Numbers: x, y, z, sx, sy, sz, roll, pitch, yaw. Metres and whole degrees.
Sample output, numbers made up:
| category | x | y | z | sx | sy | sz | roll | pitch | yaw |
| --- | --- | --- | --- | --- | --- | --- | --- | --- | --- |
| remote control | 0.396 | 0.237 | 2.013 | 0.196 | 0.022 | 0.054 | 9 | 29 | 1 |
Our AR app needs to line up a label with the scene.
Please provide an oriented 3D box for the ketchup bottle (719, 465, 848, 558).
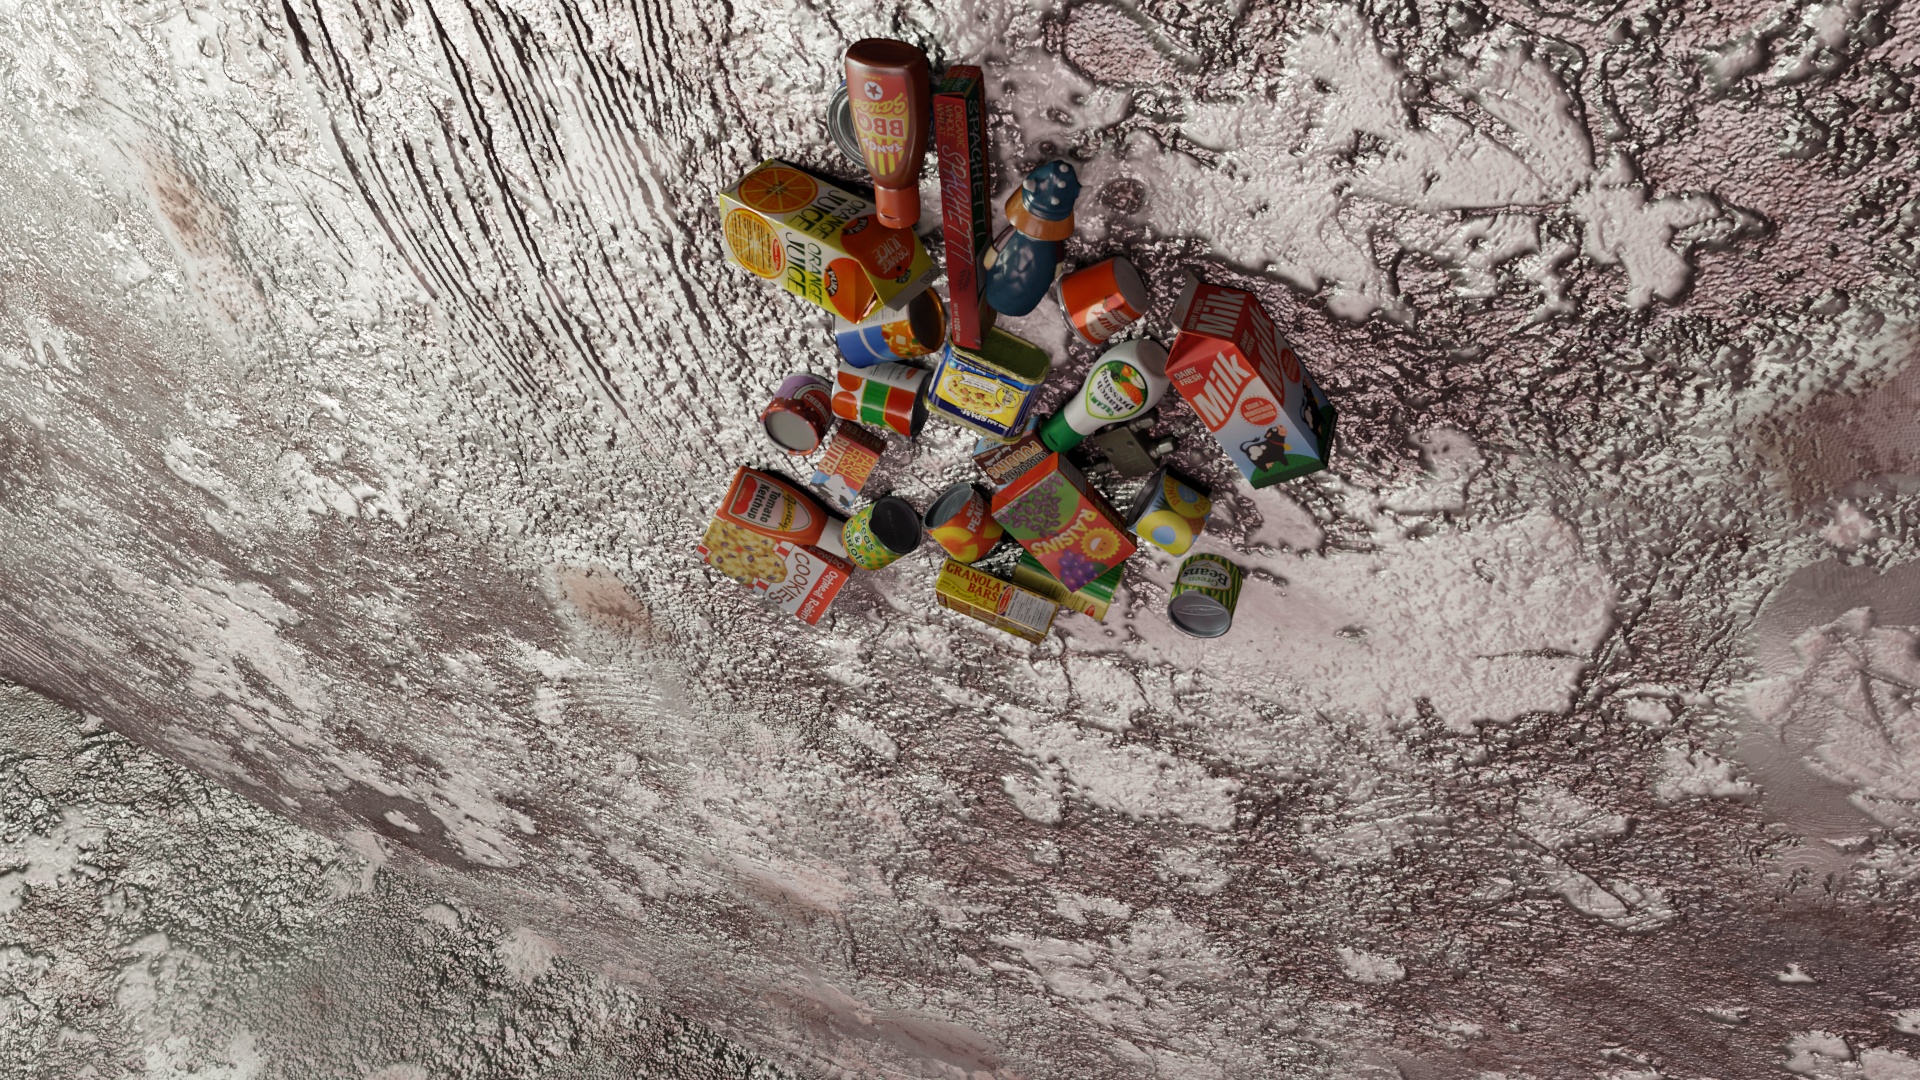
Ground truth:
| category | x | y | z | sx | sy | sz | roll | pitch | yaw |
| --- | --- | --- | --- | --- | --- | --- | --- | --- | --- |
| ketchup bottle | -0.187 | -0.026 | 1.533 | 0.149 | 0.065 | 0.043 | 24 | 174 | -10 |

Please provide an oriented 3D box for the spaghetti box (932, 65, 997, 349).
| category | x | y | z | sx | sy | sz | roll | pitch | yaw |
| --- | --- | --- | --- | --- | --- | --- | --- | --- | --- |
| spaghetti box | 0.006 | -0.275 | 1.170 | 0.029 | 0.050 | 0.248 | 10 | 138 | 15 |

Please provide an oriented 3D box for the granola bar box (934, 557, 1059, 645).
| category | x | y | z | sx | sy | sz | roll | pitch | yaw |
| --- | --- | --- | --- | --- | --- | --- | --- | --- | --- |
| granola bar box | 0.037 | 0.066 | 1.471 | 0.124 | 0.039 | 0.165 | 22 | 173 | 3 |

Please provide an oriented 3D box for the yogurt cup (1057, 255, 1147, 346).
| category | x | y | z | sx | sy | sz | roll | pitch | yaw |
| --- | --- | --- | --- | --- | --- | --- | --- | --- | --- |
| yogurt cup | 0.122 | -0.206 | 1.177 | 0.054 | 0.073 | 0.072 | -23 | 121 | 32 |

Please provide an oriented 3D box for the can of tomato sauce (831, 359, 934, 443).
| category | x | y | z | sx | sy | sz | roll | pitch | yaw |
| --- | --- | --- | --- | --- | --- | --- | --- | --- | --- |
| can of tomato sauce | -0.075 | -0.139 | 1.344 | 0.083 | 0.071 | 0.070 | 16 | 139 | 11 |

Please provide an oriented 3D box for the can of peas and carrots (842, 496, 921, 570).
| category | x | y | z | sx | sy | sz | roll | pitch | yaw |
| --- | --- | --- | --- | --- | --- | --- | --- | --- | --- |
| can of peas and carrots | -0.087 | -0.006 | 1.493 | 0.071 | 0.071 | 0.058 | 41 | 138 | -18 |

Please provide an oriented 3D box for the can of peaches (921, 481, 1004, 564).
| category | x | y | z | sx | sy | sz | roll | pitch | yaw |
| --- | --- | --- | --- | --- | --- | --- | --- | --- | --- |
| can of peaches | 0.005 | -0.018 | 1.436 | 0.071 | 0.071 | 0.058 | -22 | 122 | 41 |

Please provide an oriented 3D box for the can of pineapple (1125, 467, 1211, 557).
| category | x | y | z | sx | sy | sz | roll | pitch | yaw |
| --- | --- | --- | --- | --- | --- | --- | --- | --- | --- |
| can of pineapple | 0.200 | -0.026 | 1.330 | 0.058 | 0.071 | 0.070 | 30 | 140 | -6 |

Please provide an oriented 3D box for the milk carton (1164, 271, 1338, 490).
| category | x | y | z | sx | sy | sz | roll | pitch | yaw |
| --- | --- | --- | --- | --- | --- | --- | --- | --- | --- |
| milk carton | 0.239 | -0.139 | 1.183 | 0.073 | 0.073 | 0.190 | -19 | 123 | 40 |

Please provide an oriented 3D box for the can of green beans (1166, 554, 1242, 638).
| category | x | y | z | sx | sy | sz | roll | pitch | yaw |
| --- | --- | --- | --- | --- | --- | --- | --- | --- | --- |
| can of green beans | 0.247 | 0.056 | 1.401 | 0.071 | 0.058 | 0.071 | 14 | 139 | 13 |

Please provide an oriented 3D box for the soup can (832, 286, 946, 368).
| category | x | y | z | sx | sy | sz | roll | pitch | yaw |
| --- | --- | --- | --- | --- | --- | --- | --- | --- | --- |
| soup can | -0.063 | -0.196 | 1.279 | 0.083 | 0.072 | 0.071 | -7 | 131 | 32 |

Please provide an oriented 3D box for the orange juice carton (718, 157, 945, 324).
| category | x | y | z | sx | sy | sz | roll | pitch | yaw |
| --- | --- | --- | --- | --- | --- | --- | --- | --- | --- |
| orange juice carton | -0.111 | -0.252 | 1.201 | 0.193 | 0.072 | 0.072 | 29 | 143 | 20 |

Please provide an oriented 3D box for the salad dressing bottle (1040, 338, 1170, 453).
| category | x | y | z | sx | sy | sz | roll | pitch | yaw |
| --- | --- | --- | --- | --- | --- | --- | --- | --- | --- |
| salad dressing bottle | 0.131 | -0.128 | 1.269 | 0.064 | 0.044 | 0.147 | 49 | 137 | -3 |

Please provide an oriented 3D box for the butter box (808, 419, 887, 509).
| category | x | y | z | sx | sy | sz | roll | pitch | yaw |
| --- | --- | --- | --- | --- | --- | --- | --- | --- | --- |
| butter box | -0.120 | -0.080 | 1.466 | 0.053 | 0.024 | 0.103 | 29 | 140 | -5 |

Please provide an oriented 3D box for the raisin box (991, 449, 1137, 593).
| category | x | y | z | sx | sy | sz | roll | pitch | yaw |
| --- | --- | --- | --- | --- | --- | --- | --- | --- | --- |
| raisin box | 0.102 | -0.017 | 1.351 | 0.086 | 0.040 | 0.123 | -36 | 114 | 24 |

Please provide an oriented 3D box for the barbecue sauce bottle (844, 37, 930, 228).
| category | x | y | z | sx | sy | sz | roll | pitch | yaw |
| --- | --- | --- | --- | --- | --- | --- | --- | --- | --- |
| barbecue sauce bottle | -0.054 | -0.320 | 1.101 | 0.065 | 0.044 | 0.147 | 18 | 141 | 19 |

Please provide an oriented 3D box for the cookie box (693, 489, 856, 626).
| category | x | y | z | sx | sy | sz | roll | pitch | yaw |
| --- | --- | --- | --- | --- | --- | --- | --- | --- | --- |
| cookie box | -0.212 | 0.017 | 1.606 | 0.167 | 0.040 | 0.122 | 31 | 140 | -6 |

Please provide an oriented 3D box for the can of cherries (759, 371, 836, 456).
| category | x | y | z | sx | sy | sz | roll | pitch | yaw |
| --- | --- | --- | --- | --- | --- | --- | --- | --- | --- |
| can of cherries | -0.160 | -0.129 | 1.406 | 0.071 | 0.059 | 0.071 | 14 | 139 | 13 |

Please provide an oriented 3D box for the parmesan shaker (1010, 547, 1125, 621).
| category | x | y | z | sx | sy | sz | roll | pitch | yaw |
| --- | --- | --- | --- | --- | --- | --- | --- | --- | --- |
| parmesan shaker | 0.112 | 0.032 | 1.437 | 0.103 | 0.072 | 0.071 | 23 | 140 | 3 |

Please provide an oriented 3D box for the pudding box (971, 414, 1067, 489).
| category | x | y | z | sx | sy | sz | roll | pitch | yaw |
| --- | --- | --- | --- | --- | --- | --- | --- | --- | --- |
| pudding box | 0.059 | -0.086 | 1.364 | 0.083 | 0.030 | 0.049 | -18 | 125 | 40 |
